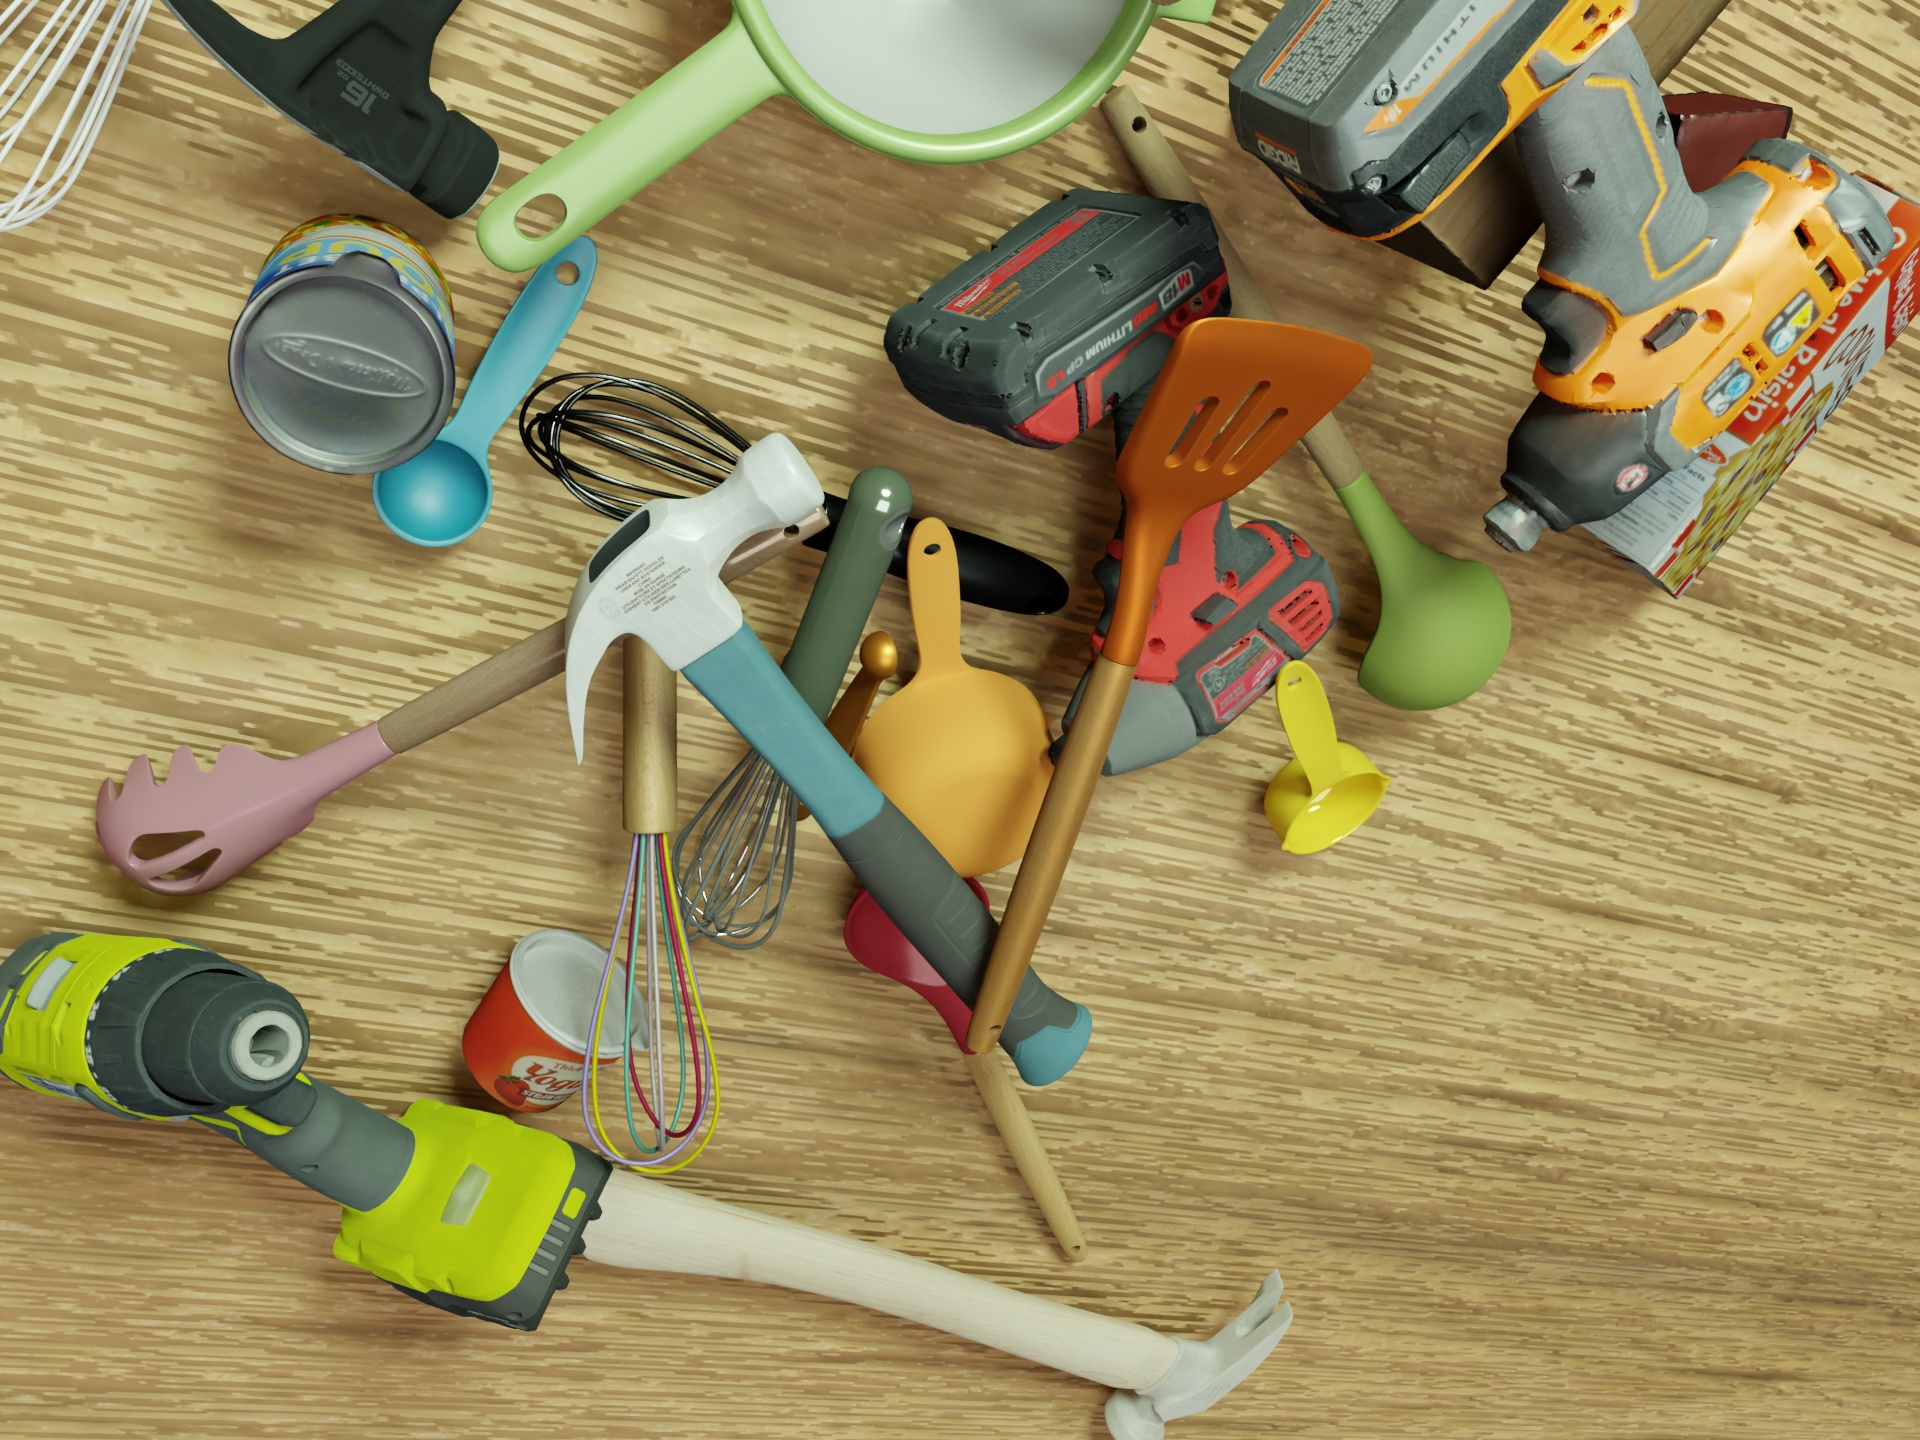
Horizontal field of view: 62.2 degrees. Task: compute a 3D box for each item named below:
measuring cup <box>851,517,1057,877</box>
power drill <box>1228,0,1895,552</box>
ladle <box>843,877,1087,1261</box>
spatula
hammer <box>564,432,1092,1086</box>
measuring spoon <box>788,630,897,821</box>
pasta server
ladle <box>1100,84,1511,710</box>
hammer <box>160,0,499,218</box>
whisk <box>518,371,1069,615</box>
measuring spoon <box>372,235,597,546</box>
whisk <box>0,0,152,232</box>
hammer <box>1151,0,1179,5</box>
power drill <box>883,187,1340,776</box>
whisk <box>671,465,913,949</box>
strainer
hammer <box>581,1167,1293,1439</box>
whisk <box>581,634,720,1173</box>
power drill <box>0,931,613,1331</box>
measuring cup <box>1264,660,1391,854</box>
[{"bbox_3d":[-0.001,-0.002,0.656,0.095,0.052,0.173,-14,136,-8],"label":"measuring cup"},{"bbox_3d":[0.194,-0.160,0.528,0.226,0.084,0.164,30,107,-34],"label":"power drill"},{"bbox_3d":[0.017,0.180,0.803,0.069,0.031,0.315,-22,125,2],"label":"ladle"},{"bbox_3d":[0.056,0.002,0.595,0.081,0.041,0.322,2,119,-31],"label":"spatula"},{"bbox_3d":[-0.034,0.045,0.632,0.128,0.033,0.330,-31,126,8],"label":"hammer"},{"bbox_3d":[-0.054,0.006,0.666,0.011,0.021,0.116,-9,145,-38],"label":"measuring spoon"},{"bbox_3d":[-0.192,-0.011,0.602,0.316,0.040,0.060,-27,123,6],"label":"pasta server"},{"bbox_3d":[0.144,-0.125,0.669,0.078,0.062,0.320,-40,116,-1],"label":"ladle"},{"bbox_3d":[-0.099,-0.312,0.464,0.337,0.034,0.127,-49,150,9],"label":"hammer"},{"bbox_3d":[-0.055,-0.082,0.623,0.238,0.055,0.055,15,113,-29],"label":"whisk"},{"bbox_3d":[-0.171,-0.122,0.583,0.042,0.021,0.128,31,97,-29],"label":"measuring spoon"},{"bbox_3d":[-0.234,-0.251,0.468,0.284,0.070,0.070,-47,121,5],"label":"whisk"},{"bbox_3d":[0.000,-0.360,0.427,0.130,0.031,0.331,-33,111,-5],"label":"hammer"},{"bbox_3d":[0.064,-0.081,0.626,0.143,0.079,0.219,-39,127,-15],"label":"power drill"},{"bbox_3d":[-0.070,0.003,0.642,0.058,0.059,0.246,-31,152,-52],"label":"whisk"},{"bbox_3d":[-0.053,-0.233,0.520,0.256,0.069,0.151,-35,121,3],"label":"strainer"},{"bbox_3d":[-0.009,0.301,0.848,0.410,0.038,0.146,26,117,-26],"label":"hammer"},{"bbox_3d":[-0.122,0.066,0.646,0.051,0.047,0.245,-10,103,-59],"label":"whisk"},{"bbox_3d":[-0.250,0.158,0.626,0.228,0.190,0.080,46,54,-36],"label":"power drill"},{"bbox_3d":[0.156,0.010,0.721,0.062,0.029,0.156,-33,142,0],"label":"measuring cup"}]
